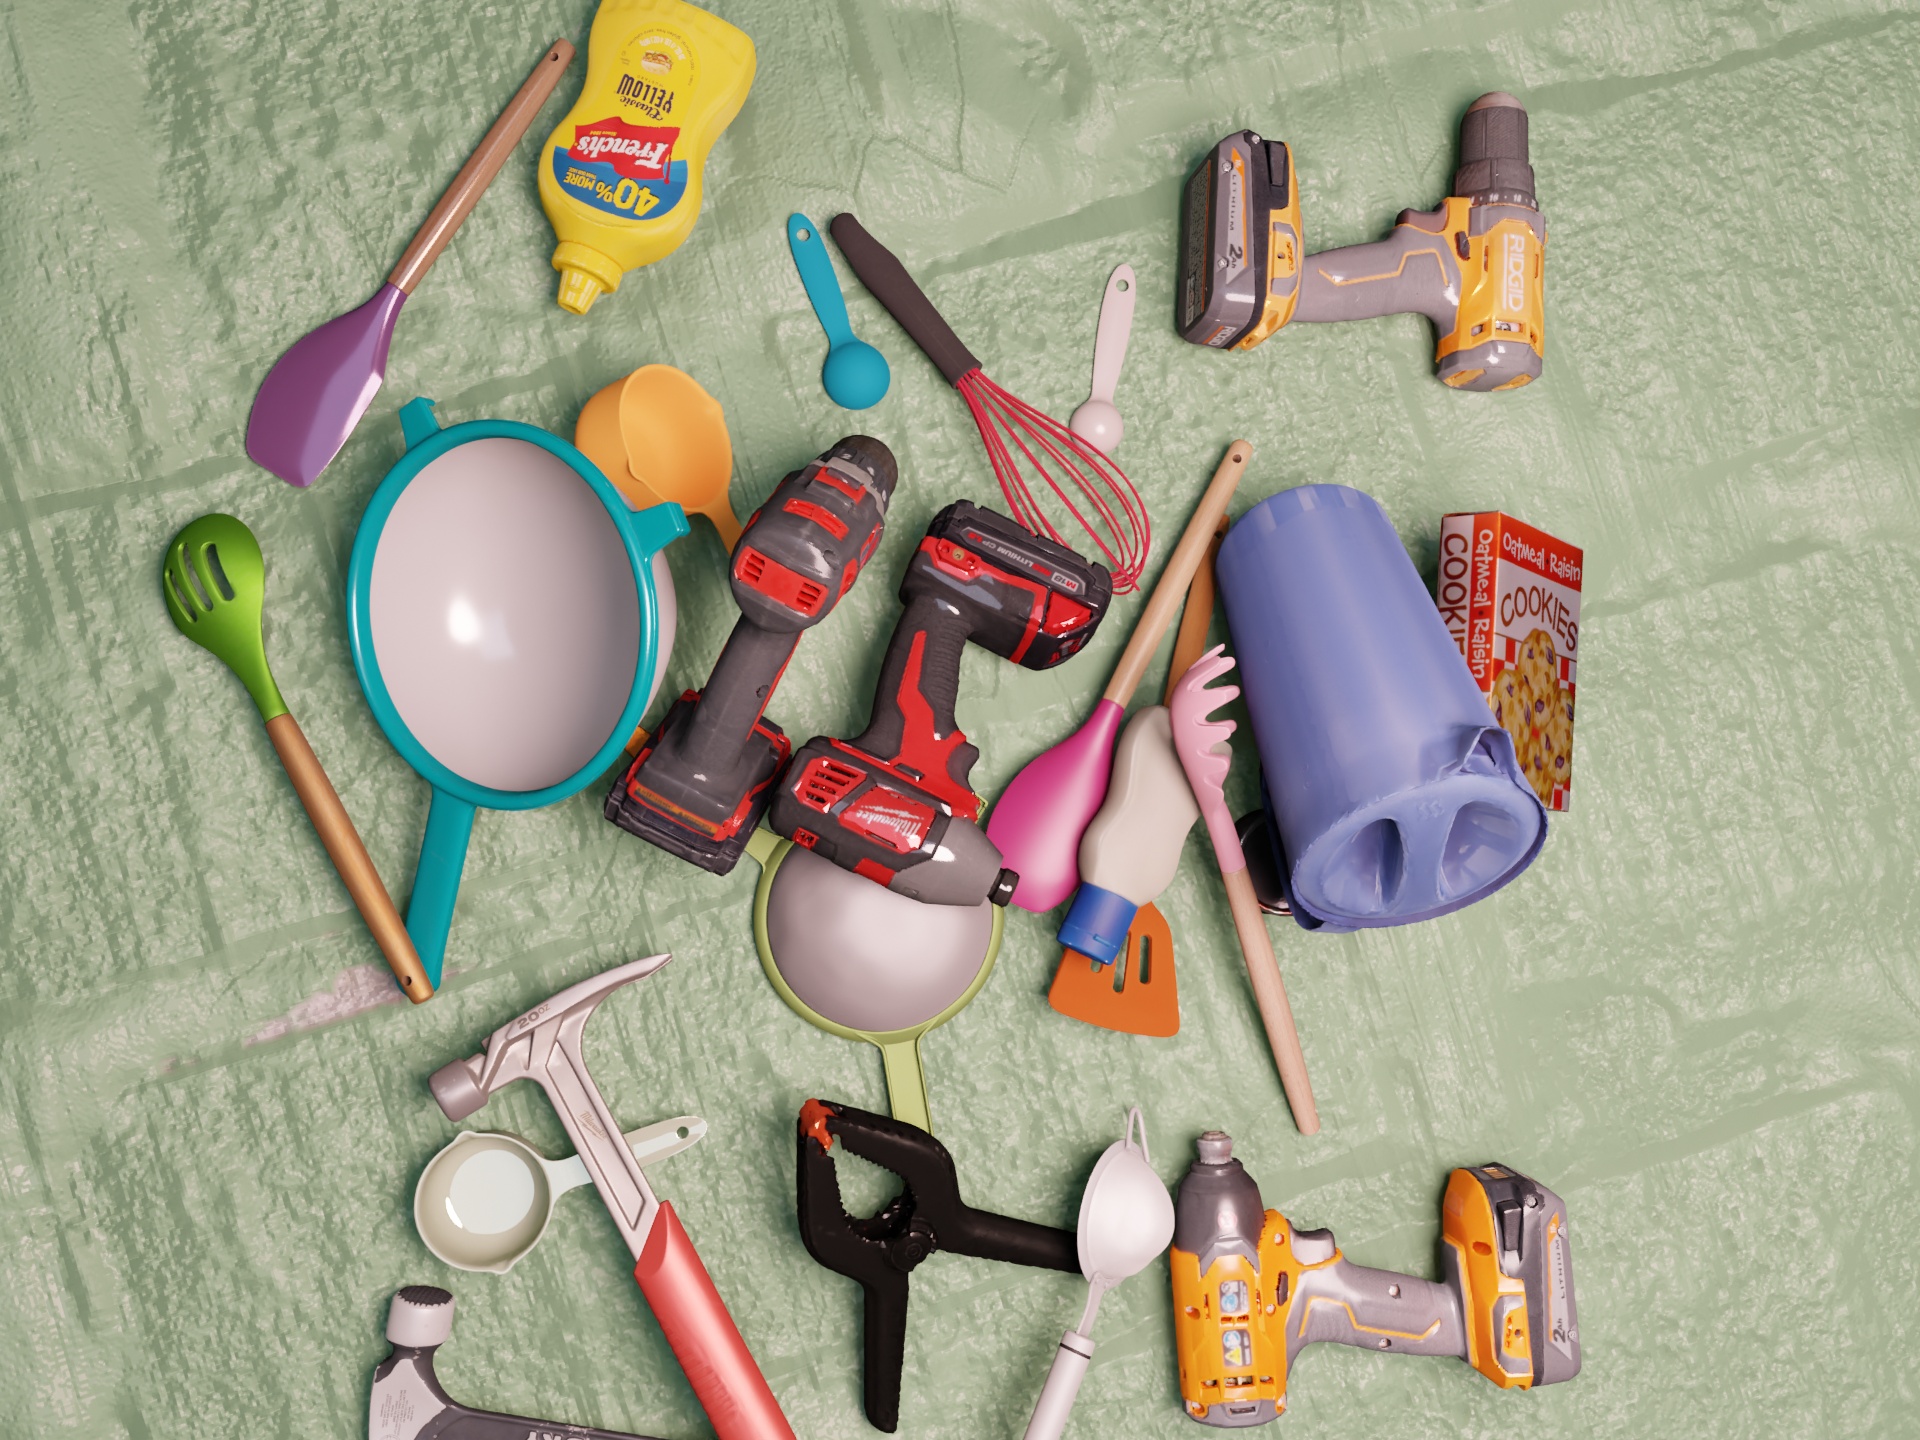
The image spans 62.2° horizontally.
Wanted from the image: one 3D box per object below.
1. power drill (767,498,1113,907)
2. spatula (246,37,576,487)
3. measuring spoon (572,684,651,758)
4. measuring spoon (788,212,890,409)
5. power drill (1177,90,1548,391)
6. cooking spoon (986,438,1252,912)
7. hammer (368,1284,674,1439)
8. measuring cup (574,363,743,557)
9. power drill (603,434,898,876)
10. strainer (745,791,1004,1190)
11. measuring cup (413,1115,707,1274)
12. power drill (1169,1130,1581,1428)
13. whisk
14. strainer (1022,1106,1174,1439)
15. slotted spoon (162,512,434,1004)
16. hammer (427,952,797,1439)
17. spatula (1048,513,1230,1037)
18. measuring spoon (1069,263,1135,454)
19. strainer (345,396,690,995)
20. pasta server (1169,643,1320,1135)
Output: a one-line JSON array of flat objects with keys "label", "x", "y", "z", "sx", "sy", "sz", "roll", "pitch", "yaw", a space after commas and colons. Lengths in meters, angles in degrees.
[{"label": "power drill", "x": -0.001, "y": -0.003, "z": 0.906, "sx": 0.143, "sy": 0.078, "sz": 0.220, "roll": 26, "pitch": 68, "yaw": 0}, {"label": "spatula", "x": -0.325, "y": -0.281, "z": 0.954, "sx": 0.060, "sy": 0.018, "sz": 0.316, "roll": 33, "pitch": 85, "yaw": -2}, {"label": "measuring spoon", "x": -0.185, "y": 0.020, "z": 0.951, "sx": 0.117, "sy": 0.011, "sz": 0.021, "roll": 41, "pitch": 83, "yaw": -2}, {"label": "measuring spoon", "x": -0.079, "y": -0.253, "z": 0.974, "sx": 0.042, "sy": 0.021, "sz": 0.128, "roll": -21, "pitch": 90, "yaw": -7}, {"label": "power drill", "x": 0.256, "y": -0.307, "z": 0.985, "sx": 0.226, "sy": 0.084, "sz": 0.185, "roll": 4, "pitch": 85, "yaw": -10}, {"label": "cooking spoon", "x": 0.103, "y": -0.033, "z": 0.959, "sx": 0.069, "sy": 0.017, "sz": 0.319, "roll": 27, "pitch": 80, "yaw": 4}, {"label": "hammer", "x": -0.134, "y": 0.431, "z": 0.903, "sx": 0.409, "sy": 0.036, "sz": 0.149, "roll": 10, "pitch": 87, "yaw": -1}, {"label": "measuring cup", "x": -0.163, "y": -0.123, "z": 0.942, "sx": 0.052, "sy": 0.095, "sz": 0.173, "roll": -12, "pitch": 117, "yaw": 34}, {"label": "power drill", "x": -0.103, "y": -0.047, "z": 0.878, "sx": 0.080, "sy": 0.188, "sz": 0.226, "roll": 27, "pitch": 120, "yaw": -3}, {"label": "strainer", "x": -0.038, "y": 0.168, "z": 0.926, "sx": 0.151, "sy": 0.069, "sz": 0.256, "roll": -9, "pitch": 86, "yaw": -6}, {"label": "measuring cup", "x": -0.228, "y": 0.260, "z": 0.920, "sx": 0.167, "sy": 0.038, "sz": 0.083, "roll": -17, "pitch": 87, "yaw": -12}, {"label": "power drill", "x": 0.237, "y": 0.320, "z": 0.940, "sx": 0.226, "sy": 0.084, "sz": 0.164, "roll": -4, "pitch": 86, "yaw": -2}, {"label": "whisk", "x": 0.017, "y": -0.194, "z": 0.964, "sx": 0.073, "sy": 0.073, "sz": 0.296, "roll": -38, "pitch": 85, "yaw": -7}, {"label": "strainer", "x": 0.072, "y": 0.349, "z": 0.908, "sx": 0.086, "sy": 0.050, "sz": 0.258, "roll": 43, "pitch": 66, "yaw": -46}, {"label": "slotted spoon", "x": -0.377, "y": 0.021, "z": 0.909, "sx": 0.070, "sy": 0.031, "sz": 0.314, "roll": -30, "pitch": 86, "yaw": 12}, {"label": "hammer", "x": -0.146, "y": 0.314, "z": 0.881, "sx": 0.149, "sy": 0.036, "sz": 0.359, "roll": -29, "pitch": 83, "yaw": -16}, {"label": "spatula", "x": 0.125, "y": 0.027, "z": 0.967, "sx": 0.081, "sy": 0.041, "sz": 0.323, "roll": 14, "pitch": 84, "yaw": -4}, {"label": "measuring spoon", "x": 0.094, "y": -0.228, "z": 0.992, "sx": 0.034, "sy": 0.018, "sz": 0.124, "roll": 11, "pitch": 84, "yaw": -5}, {"label": "strainer", "x": -0.253, "y": -0.001, "z": 0.911, "sx": 0.211, "sy": 0.095, "sz": 0.340, "roll": 24, "pitch": 107, "yaw": 21}, {"label": "pasta server", "x": 0.173, "y": 0.107, "z": 0.923, "sx": 0.040, "sy": 0.060, "sz": 0.316, "roll": -12, "pitch": 109, "yaw": 20}]
